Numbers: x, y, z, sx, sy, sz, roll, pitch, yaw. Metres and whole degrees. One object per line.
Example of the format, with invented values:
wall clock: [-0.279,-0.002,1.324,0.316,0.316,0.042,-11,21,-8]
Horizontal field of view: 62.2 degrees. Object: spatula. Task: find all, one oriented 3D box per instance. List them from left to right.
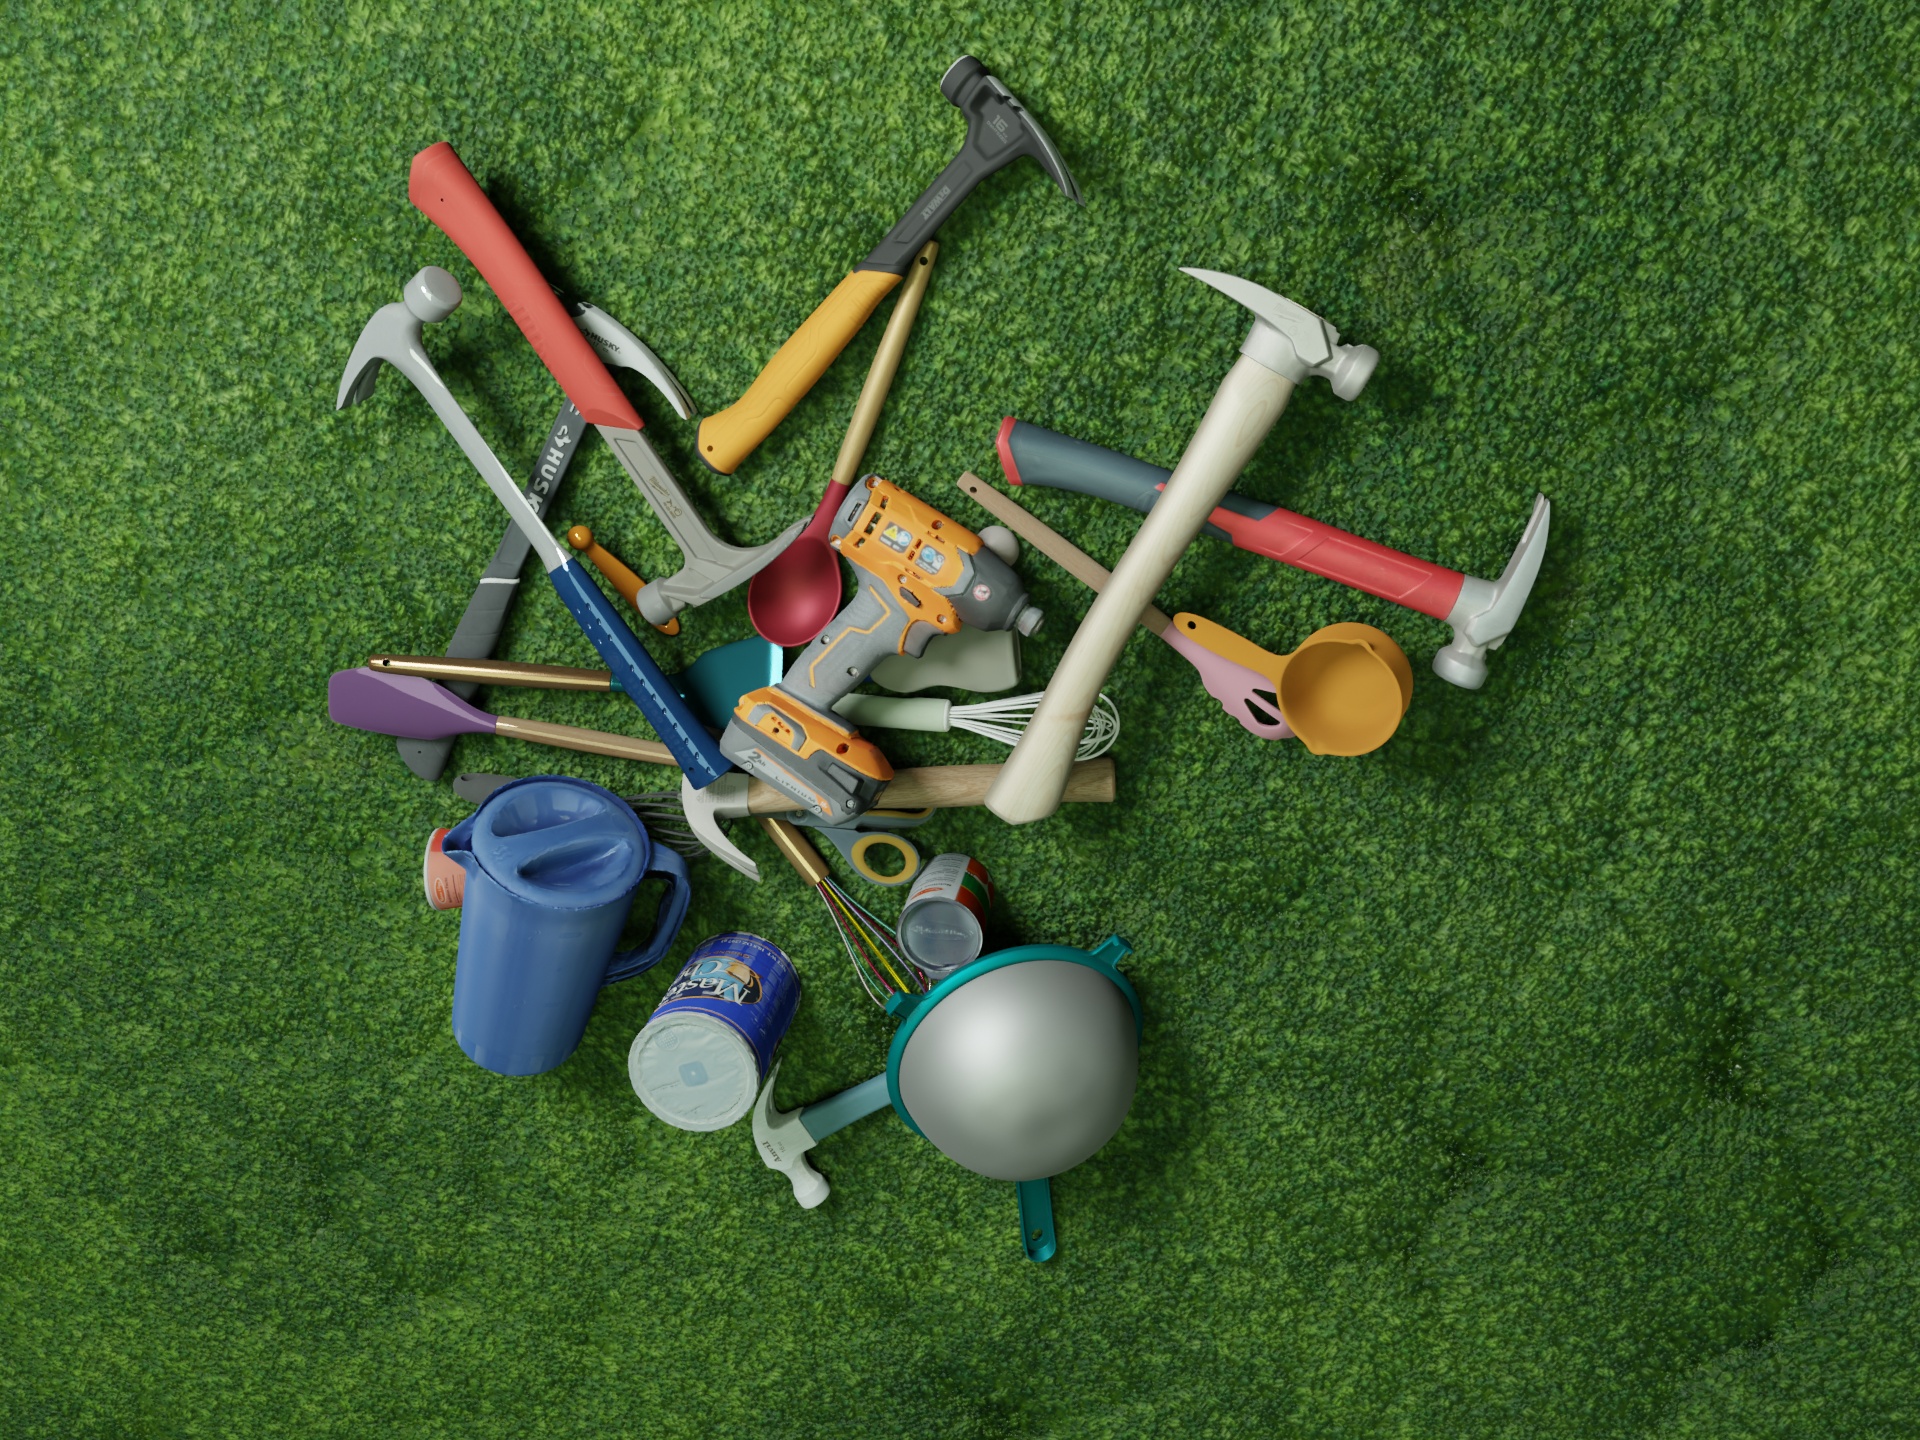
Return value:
spatula: [-0.338,0.006,1.251,0.316,0.018,0.059,11,117,-4]
spatula: [-0.295,-0.035,1.219,0.317,0.044,0.082,4,83,-3]

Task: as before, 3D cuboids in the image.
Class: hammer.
hammer: [-0.341,-0.122,1.222,0.149,0.036,0.408,29,112,-3]
hammer: [-0.300,-0.120,1.158,0.144,0.035,0.405,-27,102,36]
hammer: [-0.258,-0.246,1.122,0.149,0.037,0.359,-28,105,21]
hammer: [-0.066,-0.289,1.106,0.337,0.034,0.127,-43,77,22]
hammer: [-0.047,0.054,1.214,0.331,0.130,0.031,-2,152,2]
hammer: [-0.031,0.293,1.321,0.331,0.033,0.128,-29,104,17]
hammer: [0.119,-0.108,1.109,0.146,0.038,0.410,30,107,0]
hammer: [0.213,-0.152,1.123,0.386,0.038,0.143,20,110,1]

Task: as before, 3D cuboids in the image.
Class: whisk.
whisk: [-0.297,0.070,1.279,0.239,0.055,0.055,10,111,10]
whisk: [-0.097,0.143,1.274,0.051,0.047,0.245,-35,98,19]
whisk: [-0.002,-0.004,1.208,0.246,0.057,0.059,4,68,11]

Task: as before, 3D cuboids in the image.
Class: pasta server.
pasta server: [0.129,-0.086,1.167,0.316,0.040,0.060,36,111,-1]

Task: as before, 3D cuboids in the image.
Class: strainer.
strainer: [0.061,0.336,1.254,0.211,0.095,0.340,-13,122,-10]

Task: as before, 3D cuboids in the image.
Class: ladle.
ladle: [-0.079,-0.198,1.158,0.069,0.031,0.315,22,109,-5]

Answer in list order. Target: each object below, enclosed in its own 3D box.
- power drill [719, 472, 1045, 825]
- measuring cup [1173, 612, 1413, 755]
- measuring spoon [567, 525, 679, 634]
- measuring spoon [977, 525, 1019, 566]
power drill: [-0.054,-0.041,1.139,0.164,0.084,0.226,32,98,6]
measuring cup: [0.236,-0.043,1.125,0.174,0.052,0.095,28,125,19]
measuring spoon: [-0.254,-0.103,1.206,0.021,0.011,0.116,-35,121,13]
measuring spoon: [-0.016,-0.113,1.182,0.124,0.018,0.034,-16,106,15]
